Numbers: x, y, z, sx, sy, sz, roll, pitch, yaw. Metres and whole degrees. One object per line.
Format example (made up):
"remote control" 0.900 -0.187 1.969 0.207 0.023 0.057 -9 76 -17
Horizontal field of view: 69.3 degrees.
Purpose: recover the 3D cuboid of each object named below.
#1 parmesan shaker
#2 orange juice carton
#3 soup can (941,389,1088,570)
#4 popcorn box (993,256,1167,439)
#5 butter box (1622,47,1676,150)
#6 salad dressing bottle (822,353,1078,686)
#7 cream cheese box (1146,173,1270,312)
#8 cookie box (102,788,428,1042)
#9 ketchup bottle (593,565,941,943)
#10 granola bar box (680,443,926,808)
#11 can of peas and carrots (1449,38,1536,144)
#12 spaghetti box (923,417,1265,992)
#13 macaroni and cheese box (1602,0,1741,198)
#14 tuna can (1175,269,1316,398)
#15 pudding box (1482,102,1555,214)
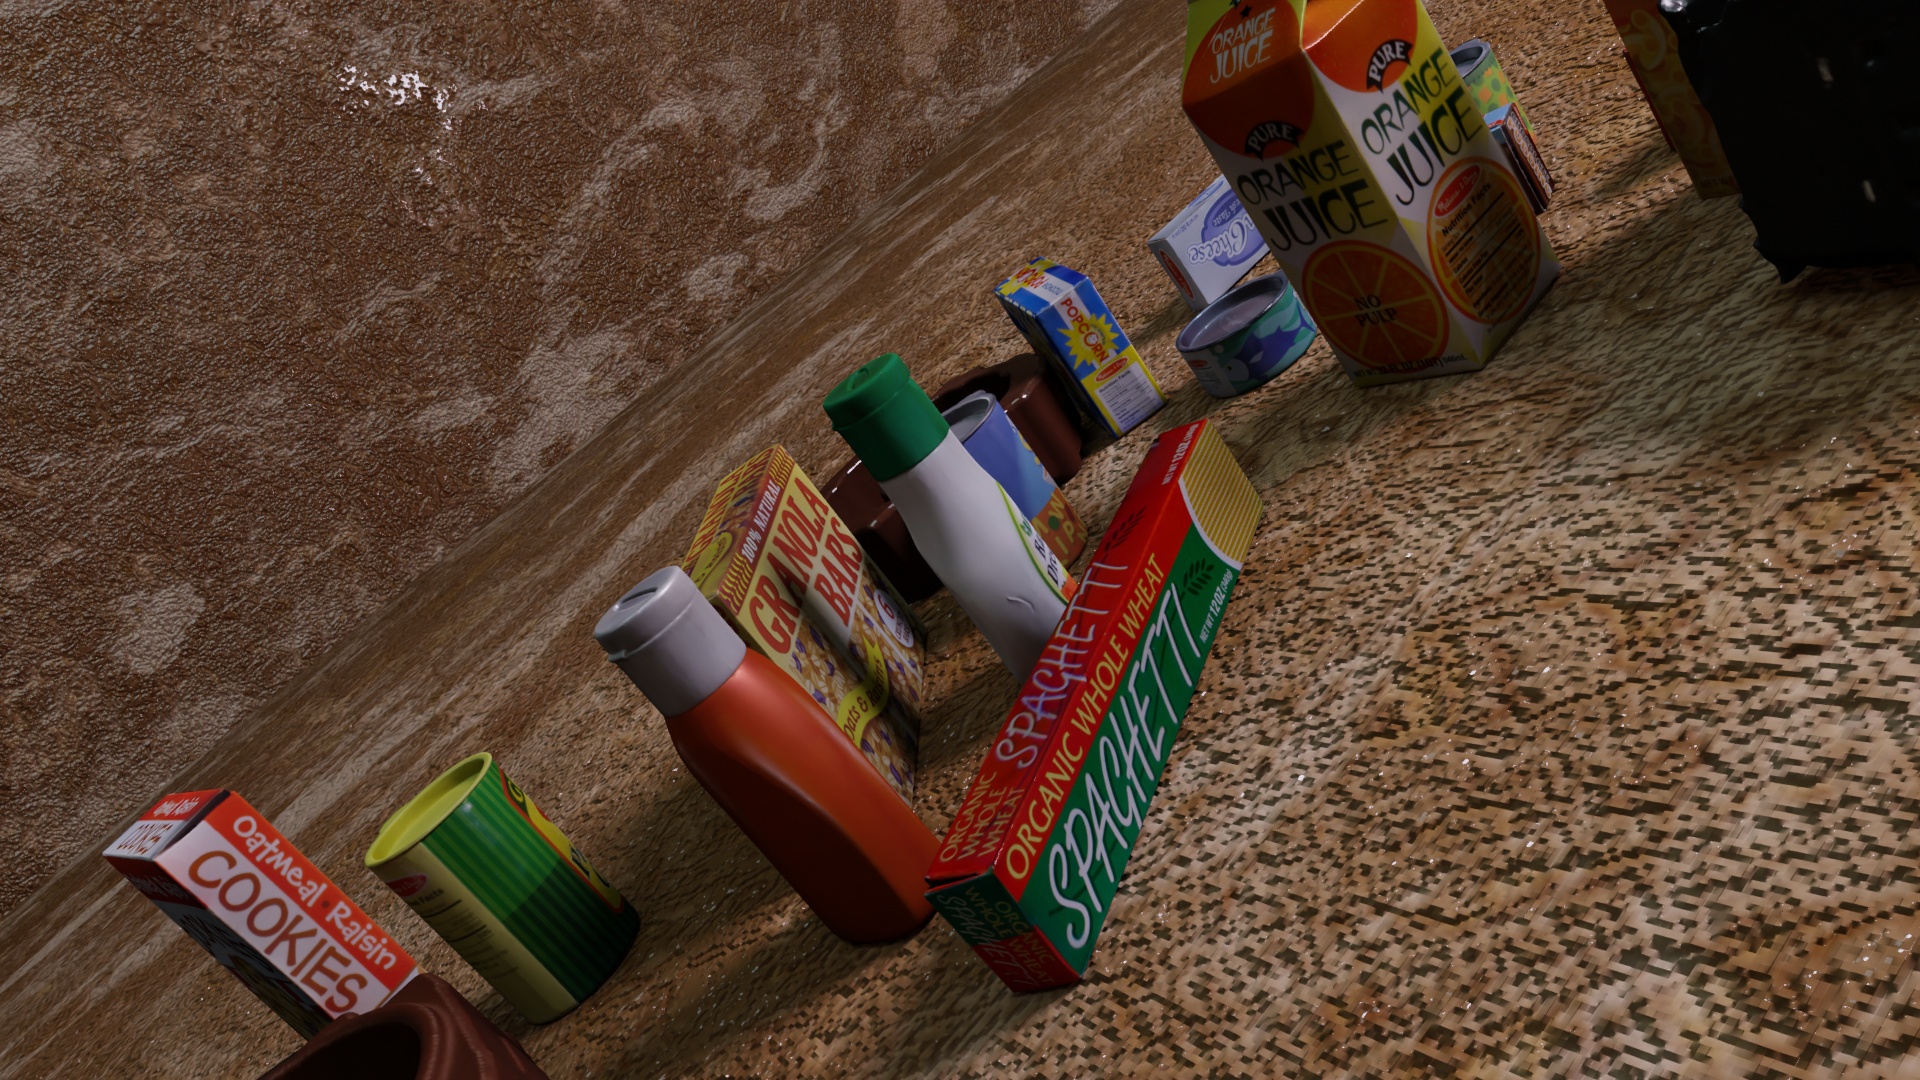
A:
"parmesan shaker" -0.201 0.154 0.613 0.071 0.103 0.071 -33 19 13
"orange juice carton" 0.162 -0.163 0.577 0.073 0.192 0.071 -45 20 -23
"soup can" 0.014 -0.020 0.672 0.071 0.083 0.071 -33 19 13
"popcorn box" 0.067 -0.114 0.800 0.038 0.085 0.127 -36 18 3
"butter box" 0.345 -0.225 0.617 0.104 0.053 0.024 -41 19 -12
"salad dressing bottle" 0.002 -0.007 0.562 0.044 0.147 0.064 -35 18 8
"cream cheese box" 0.167 -0.194 0.860 0.104 0.053 0.024 -44 19 -20
"cookie box" -0.284 0.178 0.602 0.122 0.167 0.040 -15 29 49
"ketchup bottle" -0.066 0.076 0.484 0.064 0.148 0.044 -16 27 47
"granola bar box" -0.068 0.041 0.610 0.039 0.124 0.166 -33 19 14
"can of peas and carrots" 0.267 -0.225 0.746 0.071 0.058 0.071 -33 19 13
"spaghetti box" 0.058 0.044 0.493 0.028 0.050 0.251 -22 23 38
"macaroni and cheese box" 0.292 -0.209 0.493 0.040 0.166 0.123 -42 19 -16
"tuna can" 0.149 -0.107 0.716 0.071 0.032 0.071 -33 19 13
"pudding box" 0.240 -0.173 0.684 0.083 0.049 0.030 -19 25 43
